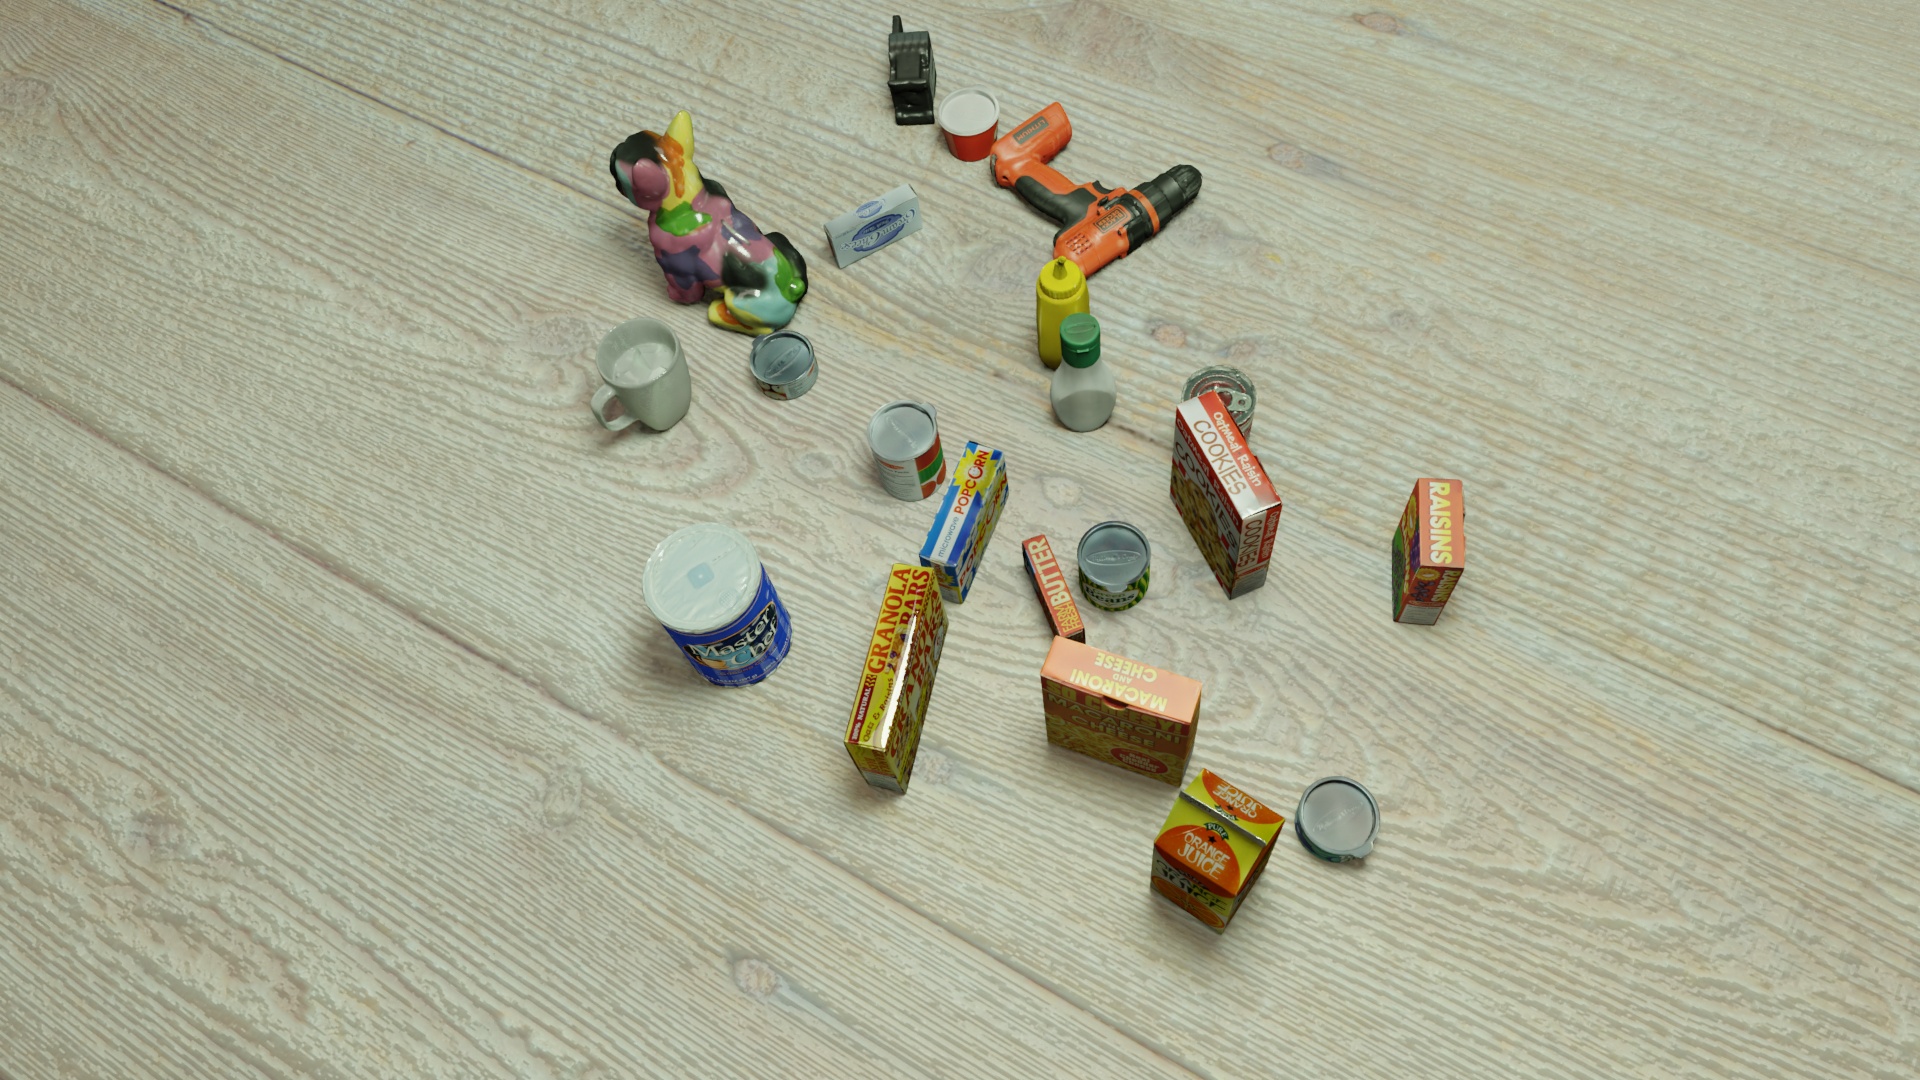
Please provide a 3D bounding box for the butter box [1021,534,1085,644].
[{"bbox_3d":[0.085,0.050,1.259,0.024,0.053,0.104,-20,63,-4],"label":"butter box"}]

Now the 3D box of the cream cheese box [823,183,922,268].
[{"bbox_3d":[-0.092,-0.333,1.472,0.104,0.053,0.024,-29,64,-8],"label":"cream cheese box"}]

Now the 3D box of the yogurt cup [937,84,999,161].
[{"bbox_3d":[0.011,-0.453,1.521,0.072,0.053,0.072,-2,63,5],"label":"yogurt cup"}]

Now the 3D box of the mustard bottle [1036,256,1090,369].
[{"bbox_3d":[0.098,-0.227,1.338,0.049,0.159,0.065,10,65,11],"label":"mustard bottle"}]

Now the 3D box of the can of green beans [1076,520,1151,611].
[{"bbox_3d":[0.140,0.024,1.263,0.071,0.057,0.071,-2,63,5],"label":"can of green beans"}]

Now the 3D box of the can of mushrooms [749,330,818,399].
[{"bbox_3d":[-0.181,-0.180,1.415,0.071,0.033,0.071,-2,63,5],"label":"can of mushrooms"}]

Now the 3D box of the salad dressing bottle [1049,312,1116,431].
[{"bbox_3d":[0.115,-0.157,1.307,0.064,0.147,0.044,-8,63,3],"label":"salad dressing bottle"}]

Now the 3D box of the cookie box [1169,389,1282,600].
[{"bbox_3d":[0.231,-0.038,1.223,0.040,0.166,0.123,-23,63,-5],"label":"cookie box"}]

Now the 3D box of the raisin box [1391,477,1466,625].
[{"bbox_3d":[0.405,0.011,1.204,0.040,0.123,0.086,5,64,9],"label":"raisin box"}]

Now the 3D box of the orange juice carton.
[{"bbox_3d":[0.197,0.238,1.073,0.072,0.192,0.073,31,71,20],"label":"orange juice carton"}]

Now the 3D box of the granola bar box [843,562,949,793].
[{"bbox_3d":[-0.053,0.119,1.199,0.039,0.123,0.166,9,65,11],"label":"granola bar box"}]

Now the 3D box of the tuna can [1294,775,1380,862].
[{"bbox_3d":[0.314,0.234,1.152,0.071,0.032,0.071,-2,63,5],"label":"tuna can"}]

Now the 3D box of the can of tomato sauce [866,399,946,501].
[{"bbox_3d":[-0.049,-0.086,1.325,0.071,0.082,0.071,-3,63,5],"label":"can of tomato sauce"}]

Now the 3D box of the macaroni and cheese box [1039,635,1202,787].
[{"bbox_3d":[0.132,0.144,1.142,0.124,0.165,0.040,17,67,14],"label":"macaroni and cheese box"}]

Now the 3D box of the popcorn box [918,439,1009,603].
[{"bbox_3d":[0.005,-0.016,1.283,0.038,0.085,0.127,17,66,14],"label":"popcorn box"}]
